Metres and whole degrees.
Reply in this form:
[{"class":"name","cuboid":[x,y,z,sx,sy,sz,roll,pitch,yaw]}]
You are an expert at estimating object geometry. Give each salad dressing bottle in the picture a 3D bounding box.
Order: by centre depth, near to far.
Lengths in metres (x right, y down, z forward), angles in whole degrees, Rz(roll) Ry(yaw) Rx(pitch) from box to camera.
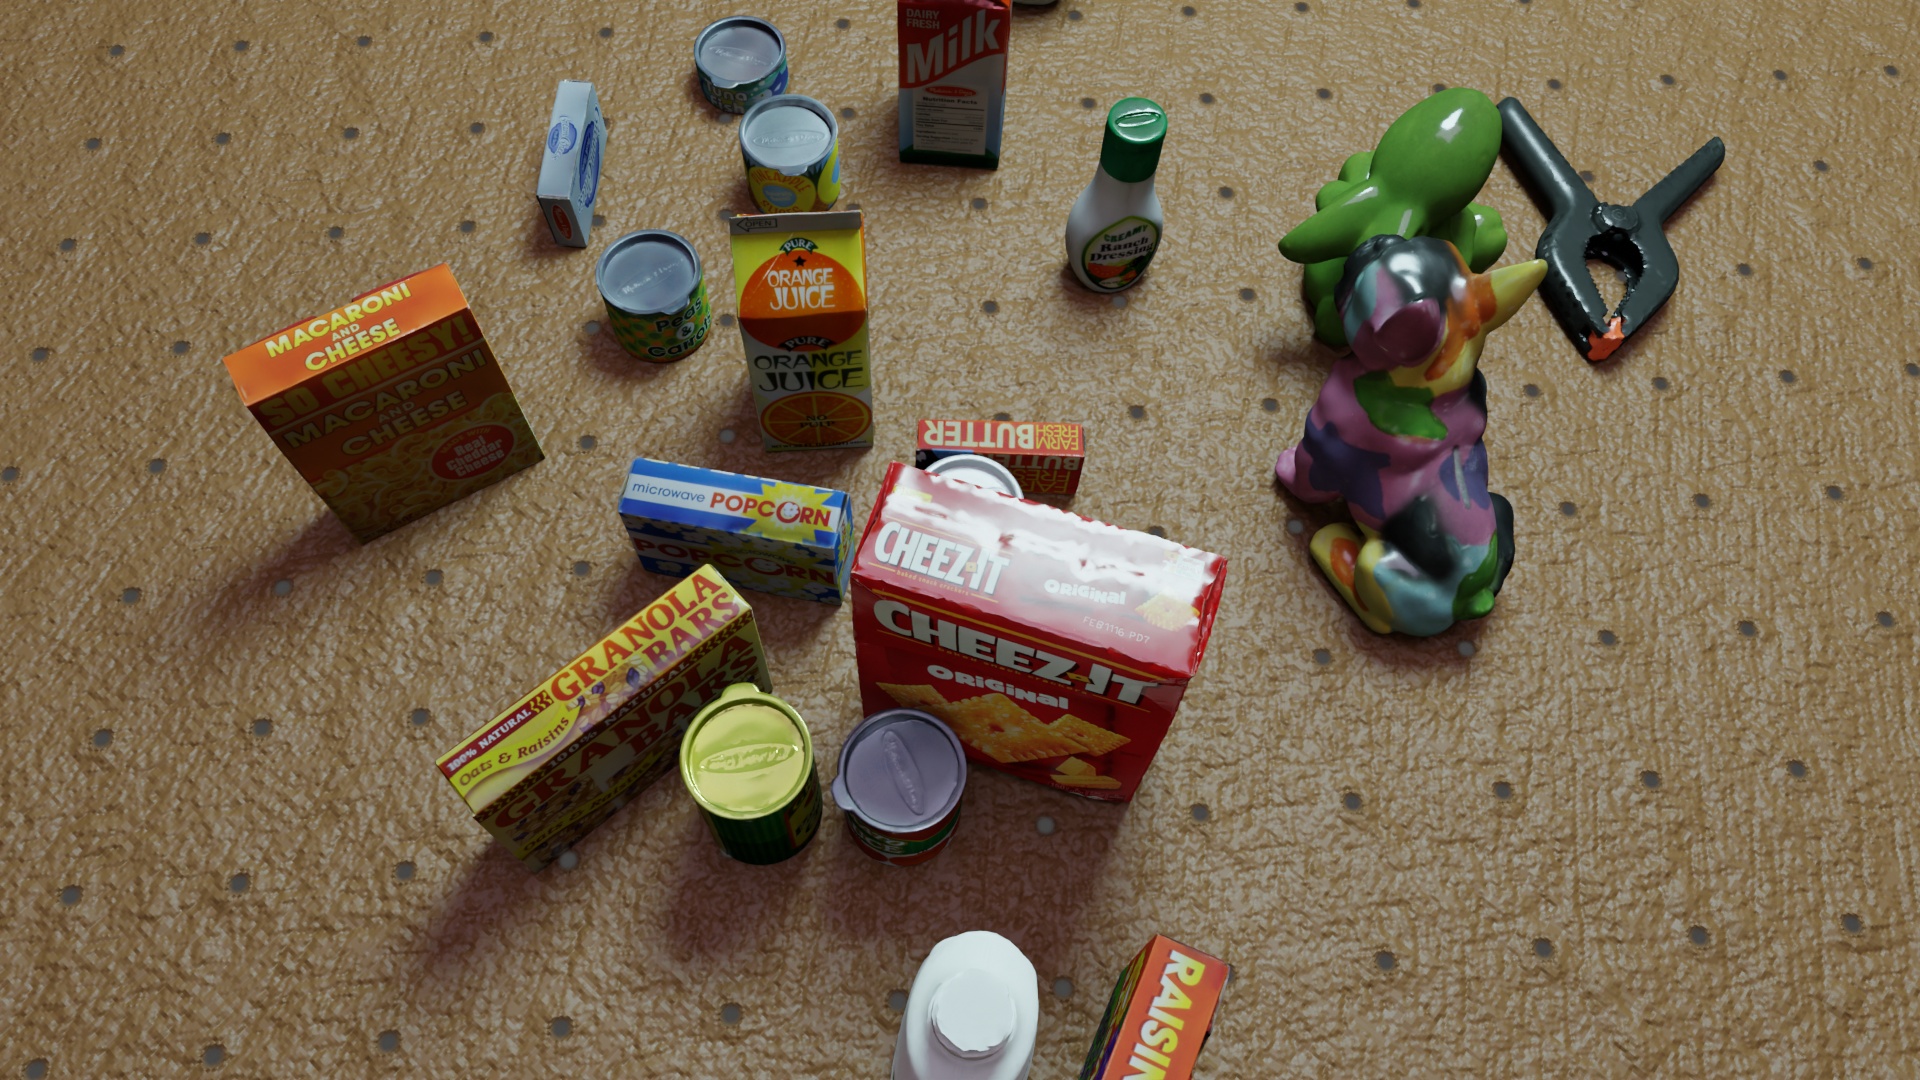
[{"class":"salad dressing bottle","cuboid":[0.103,-0.219,0.891,0.064,0.147,0.044,-11,65,-7]}]

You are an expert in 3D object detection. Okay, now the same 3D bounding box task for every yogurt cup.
[{"class":"yogurt cup","cuboid":[0.003,-0.010,0.837,0.072,0.053,0.072,1,64,-1]}]

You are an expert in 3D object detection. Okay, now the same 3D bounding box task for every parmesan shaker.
[{"class":"parmesan shaker","cuboid":[-0.108,0.126,0.739,0.071,0.102,0.071,1,64,-1]}]

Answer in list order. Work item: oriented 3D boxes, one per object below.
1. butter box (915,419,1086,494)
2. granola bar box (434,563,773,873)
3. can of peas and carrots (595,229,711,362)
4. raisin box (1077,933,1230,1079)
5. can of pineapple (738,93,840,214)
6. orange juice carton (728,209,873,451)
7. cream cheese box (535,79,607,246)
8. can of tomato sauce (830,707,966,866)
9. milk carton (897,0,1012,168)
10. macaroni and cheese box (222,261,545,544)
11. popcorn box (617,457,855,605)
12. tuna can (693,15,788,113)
[{"class":"butter box","cuboid":[0.023,-0.051,0.858,0.103,0.053,0.024,2,64,-1]},{"class":"granola bar box","cuboid":[-0.182,0.096,0.739,0.166,0.123,0.039,-38,71,-18]},{"class":"can of peas and carrots","cuboid":[-0.196,-0.156,0.899,0.071,0.058,0.071,1,64,-1]},{"class":"raisin box","cuboid":[0.089,0.247,0.674,0.040,0.123,0.086,24,66,9]},{"class":"can of pineapple","cuboid":[-0.117,-0.260,0.954,0.071,0.057,0.071,1,64,-1]},{"class":"orange juice carton","cuboid":[-0.090,-0.131,0.816,0.072,0.191,0.073,-3,64,-3]},{"class":"cream cheese box","cuboid":[-0.265,-0.258,0.950,0.024,0.053,0.104,2,64,-1]},{"class":"can of tomato sauce","cuboid":[-0.033,0.136,0.748,0.071,0.082,0.071,1,64,-1]},{"class":"milk carton","cuboid":[-0.003,-0.340,0.923,0.073,0.189,0.072,4,64,0]},{"class":"macaroni and cheese box","cuboid":[-0.322,-0.074,0.795,0.124,0.165,0.040,-29,68,-15]},{"class":"popcorn box","cuboid":[-0.128,-0.004,0.812,0.127,0.085,0.038,10,64,3]},{"class":"tuna can","cuboid":[-0.159,-0.343,1.007,0.071,0.032,0.071,1,64,-1]}]
